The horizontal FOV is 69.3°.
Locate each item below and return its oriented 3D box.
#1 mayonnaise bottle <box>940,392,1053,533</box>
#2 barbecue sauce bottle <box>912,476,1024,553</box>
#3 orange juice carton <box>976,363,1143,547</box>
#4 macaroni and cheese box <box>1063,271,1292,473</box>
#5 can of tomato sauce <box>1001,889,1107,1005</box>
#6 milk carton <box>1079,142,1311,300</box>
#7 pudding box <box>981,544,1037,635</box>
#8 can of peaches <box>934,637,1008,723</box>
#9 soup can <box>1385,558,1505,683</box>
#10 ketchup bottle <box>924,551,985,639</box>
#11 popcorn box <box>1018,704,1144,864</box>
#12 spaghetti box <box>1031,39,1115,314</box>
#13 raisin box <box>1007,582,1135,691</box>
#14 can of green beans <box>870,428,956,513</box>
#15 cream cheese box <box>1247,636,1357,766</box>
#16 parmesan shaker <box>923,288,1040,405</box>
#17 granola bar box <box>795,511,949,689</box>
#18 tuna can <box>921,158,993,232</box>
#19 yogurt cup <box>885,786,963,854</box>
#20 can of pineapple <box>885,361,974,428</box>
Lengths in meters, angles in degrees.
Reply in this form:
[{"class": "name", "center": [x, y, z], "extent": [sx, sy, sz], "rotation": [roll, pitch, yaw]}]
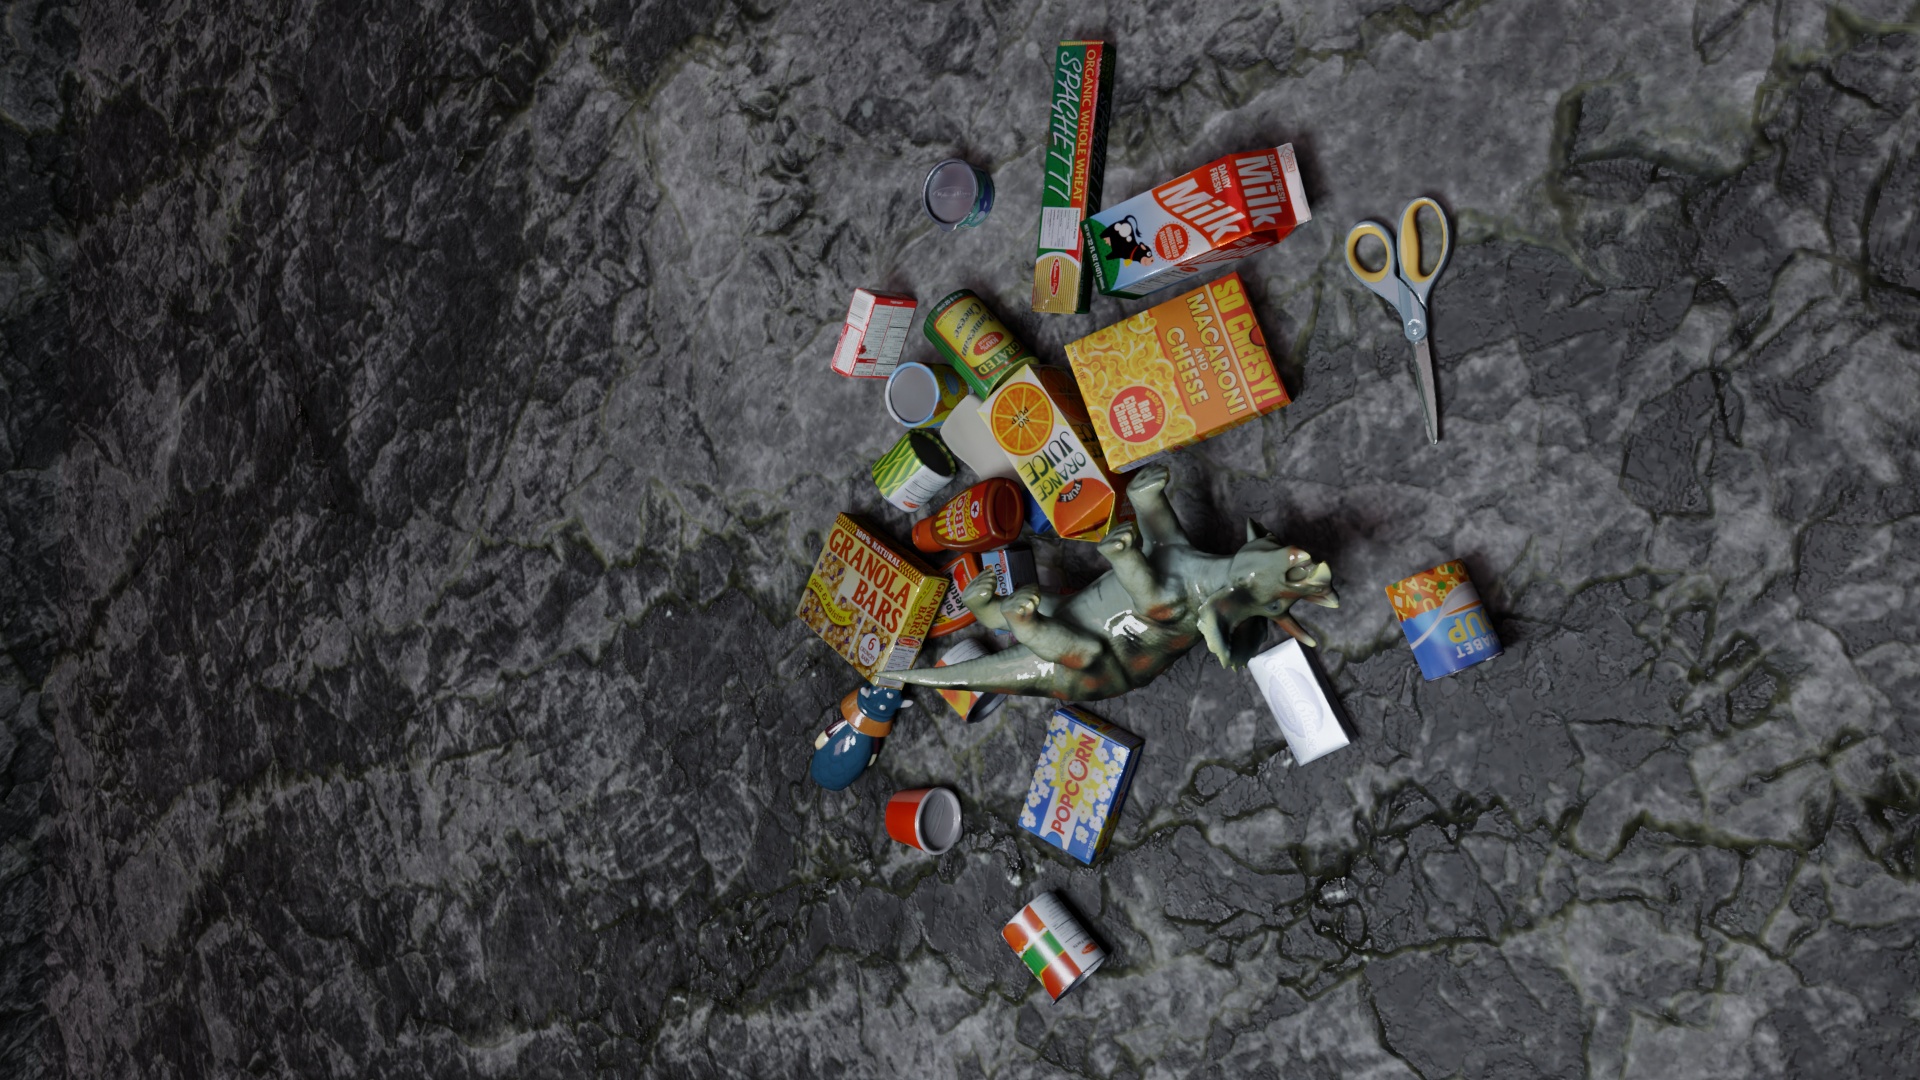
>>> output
[{"class": "mayonnaise bottle", "center": [0.044, -0.073, 1.355], "extent": [0.148, 0.041, 0.064], "rotation": [52, 125, 17]}, {"class": "barbecue sauce bottle", "center": [0.005, -0.017, 1.354], "extent": [0.148, 0.044, 0.065], "rotation": [-19, 67, 57]}, {"class": "orange juice carton", "center": [0.106, -0.069, 1.296], "extent": [0.072, 0.072, 0.193], "rotation": [-42, 72, 29]}, {"class": "macaroni and cheese box", "center": [0.191, -0.146, 1.228], "extent": [0.166, 0.040, 0.124], "rotation": [-22, 81, 17]}, {"class": "can of tomato sauce", "center": [0.089, 0.393, 1.346], "extent": [0.083, 0.071, 0.071], "rotation": [47, 117, 22]}, {"class": "milk carton", "center": [0.209, -0.277, 1.212], "extent": [0.190, 0.073, 0.072], "rotation": [-17, 85, 32]}, {"class": "pudding box", "center": [0.052, 0.048, 1.353], "extent": [0.030, 0.050, 0.083], "rotation": [-12, 87, 35]}, {"class": "can of peaches", "center": [0.011, 0.140, 1.378], "extent": [0.058, 0.071, 0.071], "rotation": [45, 116, 22]}, {"class": "soup can", "center": [0.393, 0.063, 1.123], "extent": [0.071, 0.071, 0.084], "rotation": [-27, 79, 32]}, {"class": "ketchup bottle", "center": [-0.024, 0.069, 1.407], "extent": [0.148, 0.043, 0.065], "rotation": [-34, 72, 31]}, {"class": "popcorn box", "center": [0.116, 0.233, 1.333], "extent": [0.085, 0.038, 0.126], "rotation": [25, 106, 28]}, {"class": "spaghetti box", "center": [0.106, -0.338, 1.301], "extent": [0.050, 0.029, 0.249], "rotation": [10, 99, 32]}, {"class": "raisin box", "center": [0.108, 0.089, 1.298], "extent": [0.123, 0.040, 0.086], "rotation": [7, 98, 5]}, {"class": "can of green beans", "center": [-0.047, -0.071, 1.398], "extent": [0.057, 0.071, 0.071], "rotation": [-41, 72, 28]}, {"class": "cream cheese box", "center": [0.298, 0.139, 1.216], "extent": [0.053, 0.024, 0.104], "rotation": [-33, 77, 29]}, {"class": "parmesan shaker", "center": [0.017, -0.185, 1.345], "extent": [0.103, 0.071, 0.071], "rotation": [49, 117, 20]}, {"class": "granola bar box", "center": [-0.092, 0.059, 1.416], "extent": [0.166, 0.039, 0.124], "rotation": [35, 105, 46]}, {"class": "tuna can", "center": [-0.002, -0.338, 1.368], "extent": [0.071, 0.033, 0.071], "rotation": [3, 95, 33]}, {"class": "yogurt cup", "center": [-0.040, 0.285, 1.424], "extent": [0.054, 0.072, 0.072], "rotation": [-2, 93, 41]}, {"class": "can of pineapple", "center": [-0.031, -0.146, 1.387], "extent": [0.071, 0.058, 0.071], "rotation": [3, 95, 33]}]
